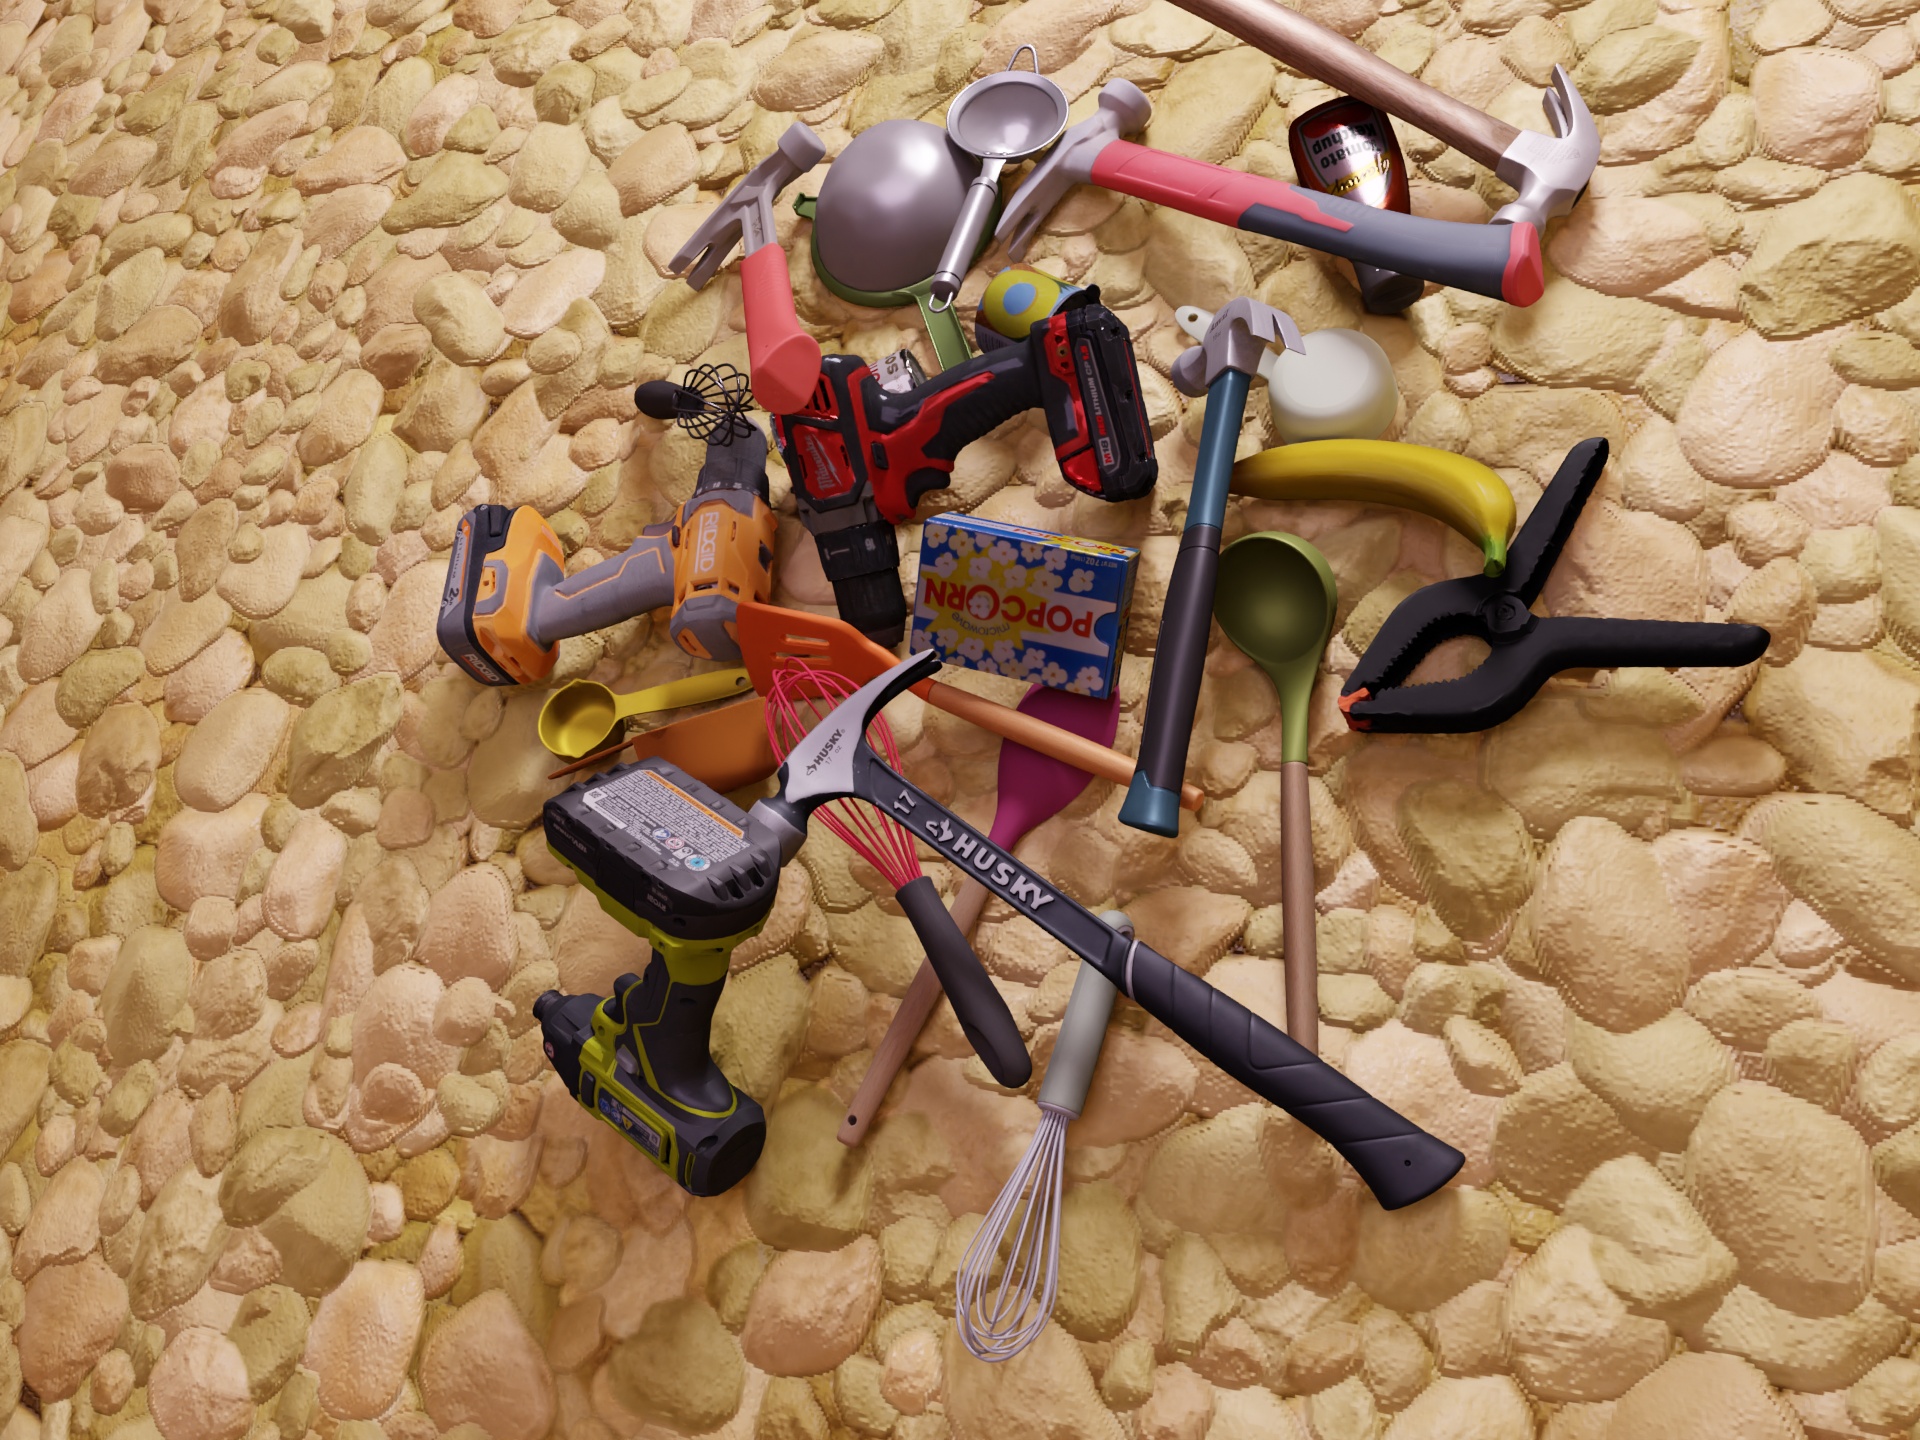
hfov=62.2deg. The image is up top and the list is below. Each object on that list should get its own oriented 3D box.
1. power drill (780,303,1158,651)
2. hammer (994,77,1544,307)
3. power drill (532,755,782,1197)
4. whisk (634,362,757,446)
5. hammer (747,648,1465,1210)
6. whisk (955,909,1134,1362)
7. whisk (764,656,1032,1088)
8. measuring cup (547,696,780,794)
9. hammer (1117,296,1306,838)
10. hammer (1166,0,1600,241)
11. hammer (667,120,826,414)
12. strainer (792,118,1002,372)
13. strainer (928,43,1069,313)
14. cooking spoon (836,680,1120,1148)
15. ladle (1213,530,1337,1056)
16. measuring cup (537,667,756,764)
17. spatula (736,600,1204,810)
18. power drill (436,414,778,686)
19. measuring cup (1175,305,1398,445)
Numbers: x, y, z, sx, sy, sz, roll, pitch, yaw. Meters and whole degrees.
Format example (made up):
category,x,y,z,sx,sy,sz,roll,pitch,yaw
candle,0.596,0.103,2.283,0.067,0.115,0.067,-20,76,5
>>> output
category,x,y,z,sx,sy,sz,roll,pitch,yaw
power drill,0.005,-0.151,0.988,0.226,0.080,0.188,-11,97,13
hammer,0.181,-0.305,0.983,0.143,0.038,0.387,-52,47,-3
power drill,-0.179,0.141,0.897,0.171,0.080,0.223,30,126,28
whisk,-0.189,-0.217,1.082,0.055,0.055,0.239,-53,27,-5
hammer,0.078,0.115,0.837,0.409,0.036,0.149,34,83,17
whisk,0.050,0.217,0.851,0.059,0.057,0.246,-1,61,44
whisk,-0.036,0.081,0.916,0.073,0.073,0.296,-34,66,6
measuring cup,-0.192,0.034,1.015,0.173,0.095,0.052,-19,91,27
hammer,0.133,-0.091,0.893,0.033,0.128,0.331,17,71,-14
hammer,0.245,-0.411,0.998,0.331,0.031,0.130,36,69,16
hammer,-0.135,-0.285,1.050,0.149,0.036,0.359,-42,32,19
strainer,-0.037,-0.332,1.110,0.151,0.069,0.257,-24,59,11
strainer,0.016,-0.363,1.080,0.087,0.050,0.259,9,57,14
cooking spoon,0.008,0.102,0.932,0.069,0.017,0.319,21,76,29
ladle,0.175,0.047,0.866,0.078,0.062,0.320,-19,62,46
measuring cup,-0.206,-0.007,1.072,0.156,0.029,0.062,-13,60,4
spatula,-0.002,-0.003,0.953,0.323,0.081,0.041,22,48,31
power drill,-0.233,-0.119,1.096,0.226,0.084,0.186,-8,59,15
measuring cup,0.193,-0.226,0.985,0.168,0.038,0.083,39,86,29
